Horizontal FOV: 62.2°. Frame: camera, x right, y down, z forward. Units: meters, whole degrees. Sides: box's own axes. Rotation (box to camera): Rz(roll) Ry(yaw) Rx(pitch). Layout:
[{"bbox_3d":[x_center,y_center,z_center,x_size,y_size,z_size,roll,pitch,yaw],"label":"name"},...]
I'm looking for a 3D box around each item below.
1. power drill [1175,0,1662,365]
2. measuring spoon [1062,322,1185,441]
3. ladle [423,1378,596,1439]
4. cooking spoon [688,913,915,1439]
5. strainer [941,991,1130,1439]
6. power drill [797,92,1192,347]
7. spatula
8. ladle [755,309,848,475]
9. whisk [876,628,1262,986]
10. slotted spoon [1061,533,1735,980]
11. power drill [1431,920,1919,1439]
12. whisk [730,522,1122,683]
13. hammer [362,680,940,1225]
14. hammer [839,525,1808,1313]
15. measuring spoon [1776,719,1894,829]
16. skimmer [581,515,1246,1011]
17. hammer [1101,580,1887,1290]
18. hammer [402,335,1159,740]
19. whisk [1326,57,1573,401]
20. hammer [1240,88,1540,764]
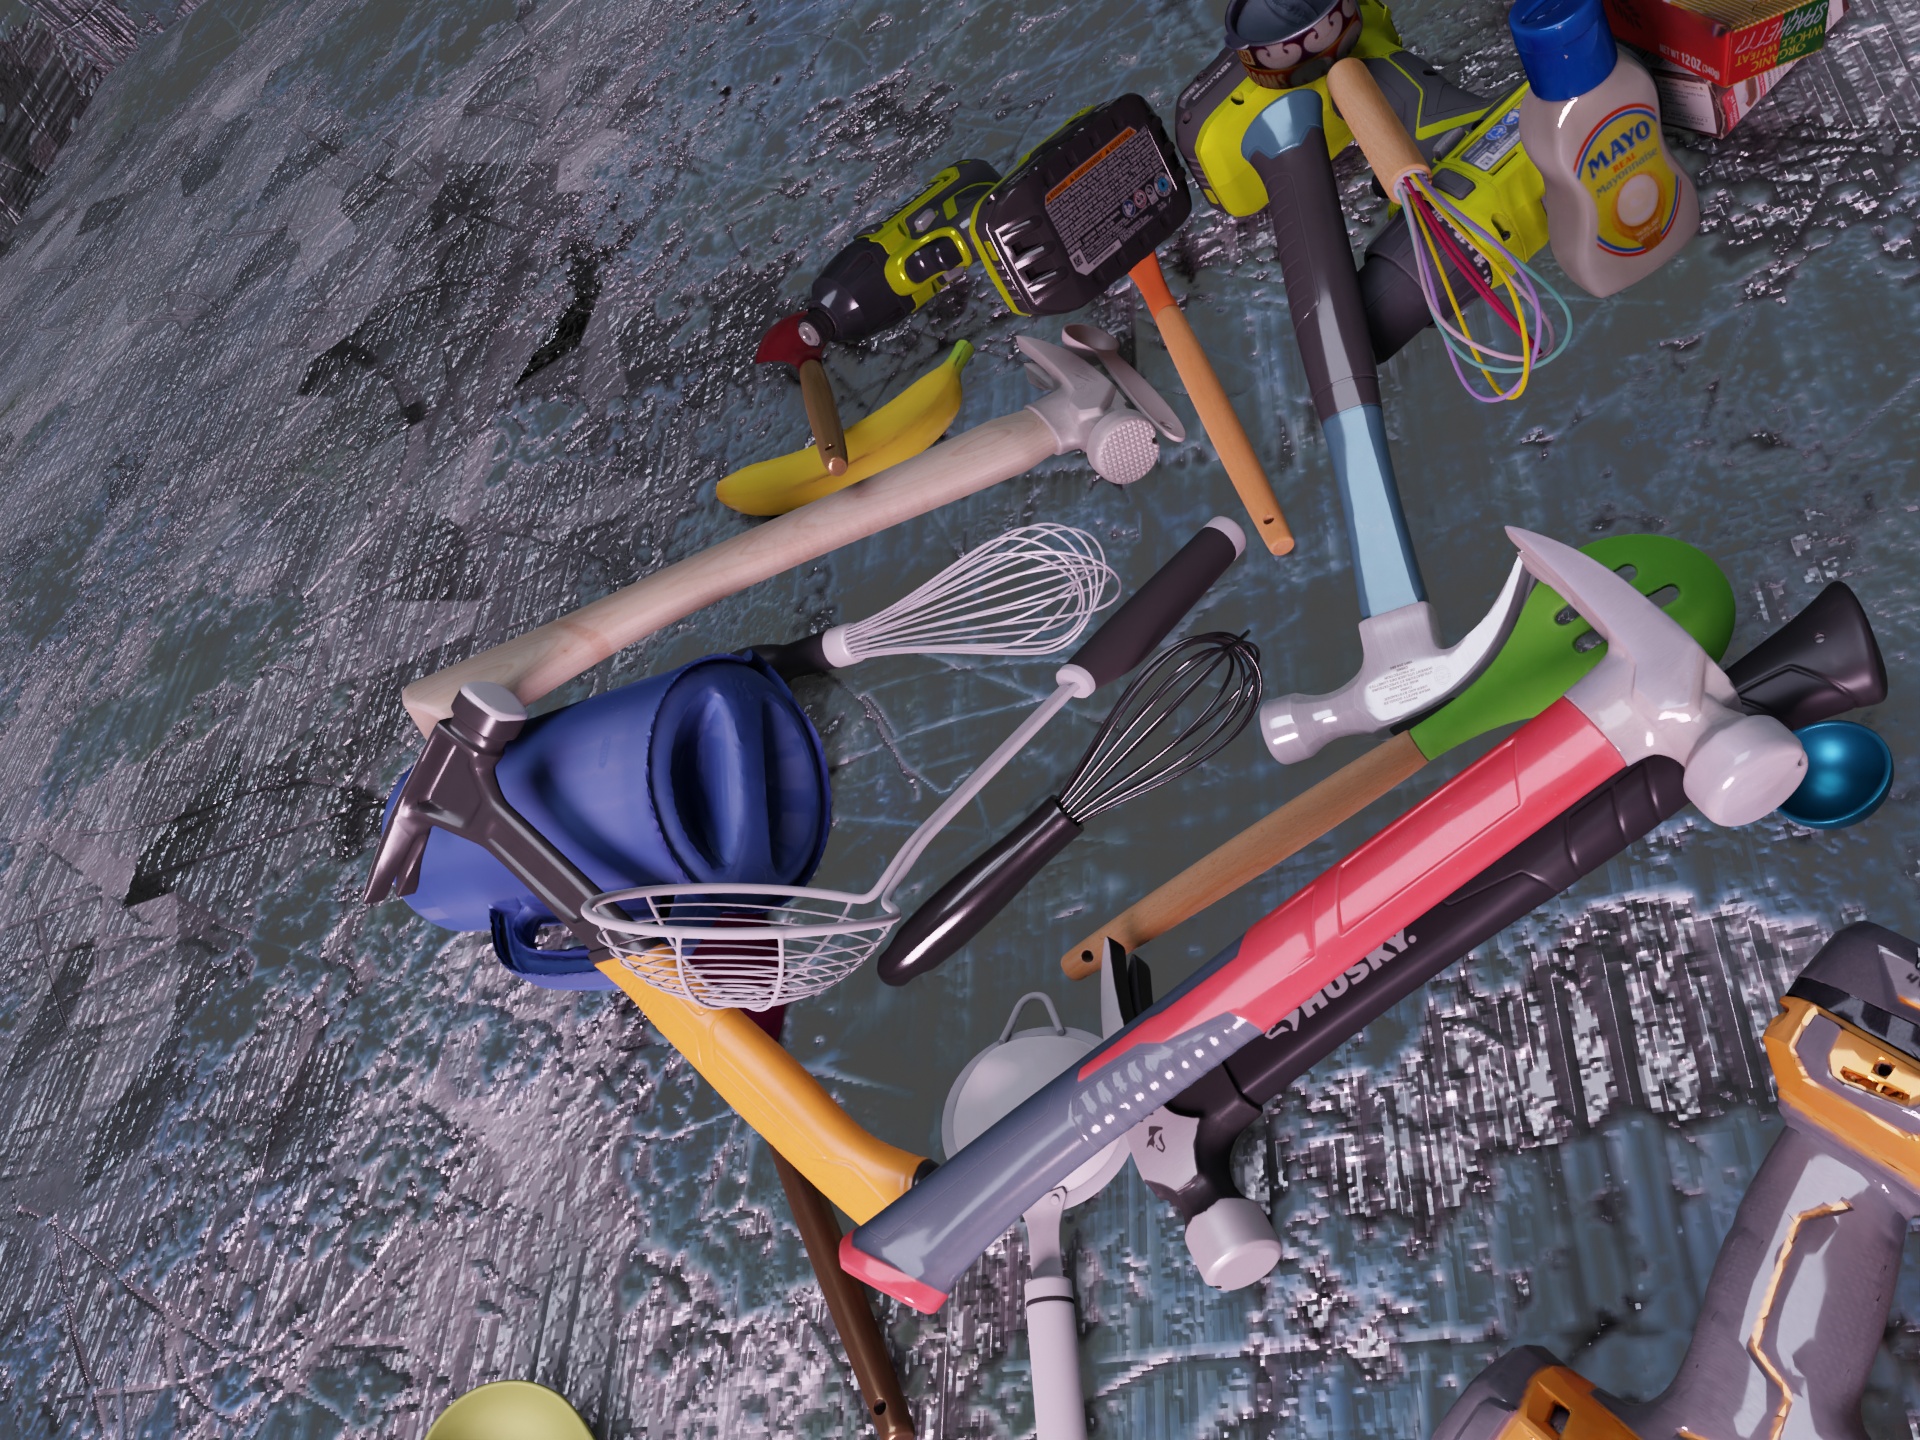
[{"bbox_3d":[0.216,-0.290,0.833,0.190,0.080,0.229,-43,46,3],"label":"power drill"},{"bbox_3d":[0.091,-0.186,0.891,0.124,0.034,0.018,59,140,40],"label":"measuring spoon"},{"bbox_3d":[-0.095,0.330,0.629,0.320,0.062,0.078,-1,59,34],"label":"ladle"},{"bbox_3d":[-0.083,0.194,0.744,0.069,0.017,0.319,-40,43,6],"label":"cooking spoon"},{"bbox_3d":[0.035,0.217,0.626,0.087,0.050,0.259,-13,55,12],"label":"strainer"},{"bbox_3d":[0.011,-0.282,0.935,0.171,0.080,0.223,-45,27,-24],"label":"power drill"},{"bbox_3d":[0.126,-0.202,0.875,0.081,0.041,0.323,-29,50,16],"label":"spatula"},{"bbox_3d":[-0.089,-0.203,0.962,0.069,0.031,0.316,-23,29,2],"label":"ladle"},{"bbox_3d":[0.048,0.043,0.740,0.239,0.055,0.055,-43,43,10],"label":"whisk"},{"bbox_3d":[0.168,0.026,0.656,0.313,0.031,0.070,-36,74,20],"label":"slotted spoon"},{"bbox_3d":[0.263,0.193,0.442,0.226,0.084,0.186,-53,44,-2],"label":"power drill"},{"bbox_3d":[-0.039,-0.048,0.862,0.284,0.070,0.070,-13,52,36],"label":"whisk"},{"bbox_3d":[-0.141,0.127,0.727,0.337,0.034,0.127,38,108,20],"label":"hammer"},{"bbox_3d":[0.104,0.086,0.599,0.386,0.038,0.143,-39,44,10],"label":"hammer"},{"bbox_3d":[0.290,0.010,0.603,0.042,0.021,0.129,-53,35,-4],"label":"measuring spoon"},{"bbox_3d":[-0.001,-0.002,0.703,0.363,0.090,0.127,-43,24,-24],"label":"skimmer"},{"bbox_3d":[0.195,0.063,0.602,0.334,0.035,0.146,-39,44,13],"label":"hammer"},{"bbox_3d":[-0.104,-0.097,0.860,0.410,0.038,0.146,-26,38,-8],"label":"hammer"},{"bbox_3d":[0.215,-0.236,0.726,0.051,0.047,0.245,-30,49,22],"label":"whisk"},{"bbox_3d":[0.176,-0.150,0.732,0.128,0.033,0.331,-18,66,26],"label":"hammer"}]
